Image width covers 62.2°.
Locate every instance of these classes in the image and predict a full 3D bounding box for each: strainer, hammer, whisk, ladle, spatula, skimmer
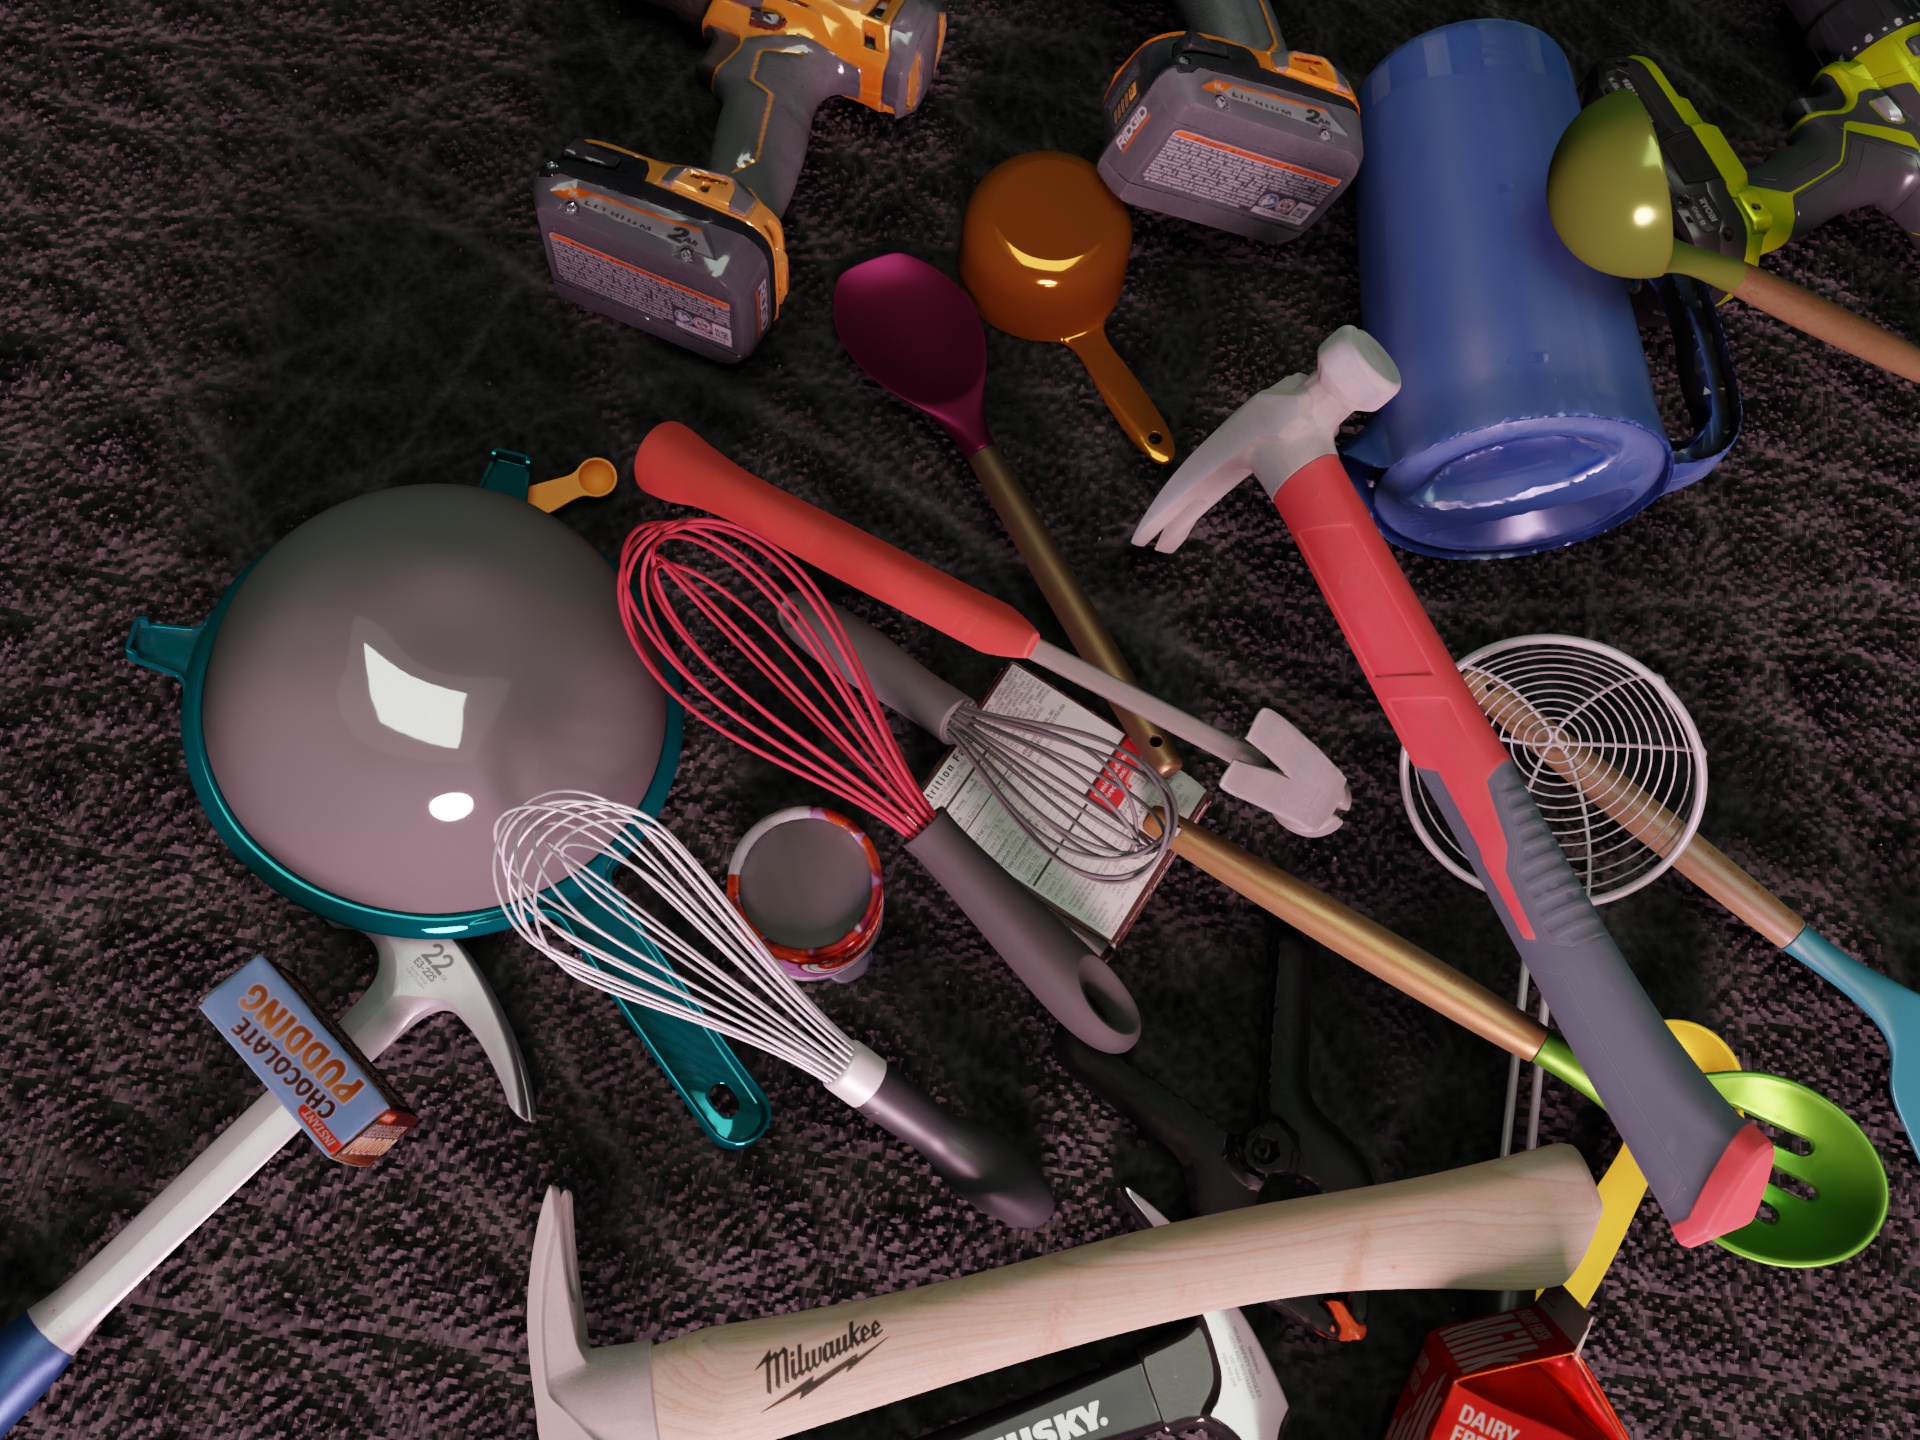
[{"bbox_3d":[-0.179,0.028,0.658,0.211,0.095,0.340,-33,79,-27],"label":"strainer"},{"bbox_3d":[0.041,0.213,0.614,0.410,0.038,0.146,-12,70,-4],"label":"hammer"},{"bbox_3d":[-0.001,-0.003,0.685,0.239,0.055,0.055,33,71,34],"label":"whisk"},{"bbox_3d":[-0.067,0.122,0.631,0.284,0.070,0.070,41,72,-18],"label":"whisk"},{"bbox_3d":[-0.036,0.301,0.628,0.334,0.035,0.146,-17,74,-8],"label":"hammer"},{"bbox_3d":[-0.028,0.029,0.651,0.296,0.073,0.073,47,75,-6],"label":"whisk"},{"bbox_3d":[0.384,-0.206,0.736,0.320,0.062,0.078,9,59,-32],"label":"ladle"},{"bbox_3d":[-0.008,-0.050,0.667,0.359,0.149,0.037,29,92,26],"label":"hammer"},{"bbox_3d":[0.193,0.027,0.649,0.038,0.143,0.387,6,53,-43],"label":"hammer"},{"bbox_3d":[-0.348,0.238,0.630,0.144,0.035,0.405,42,74,10],"label":"hammer"},{"bbox_3d":[0.353,0.085,0.729,0.318,0.044,0.082,43,75,15],"label":"spatula"},{"bbox_3d":[0.234,0.147,0.665,0.127,0.090,0.363,5,72,23],"label":"skimmer"}]

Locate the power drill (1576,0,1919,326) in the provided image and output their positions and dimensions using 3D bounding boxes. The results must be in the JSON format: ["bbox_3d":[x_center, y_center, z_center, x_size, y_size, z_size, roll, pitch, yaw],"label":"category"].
[{"bbox_3d":[0.429,-0.311,0.835,0.228,0.080,0.191,-19,74,-12],"label":"power drill"}]

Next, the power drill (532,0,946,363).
[{"bbox_3d":[-0.132,-0.309,0.801,0.185,0.084,0.226,23,68,5],"label":"power drill"}]

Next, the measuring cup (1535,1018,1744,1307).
[{"bbox_3d":[0.282,0.201,0.690,0.062,0.029,0.156,31,85,7],"label":"measuring cup"}]

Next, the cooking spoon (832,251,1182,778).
[{"bbox_3d":[0.022,-0.106,0.755,0.069,0.017,0.319,-24,66,-10],"label":"cooking spoon"}]

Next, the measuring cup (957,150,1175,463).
[{"bbox_3d":[0.063,-0.207,0.790,0.095,0.052,0.174,-26,73,-11],"label":"measuring cup"}]

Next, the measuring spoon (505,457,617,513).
[{"bbox_3d":[-0.219,-0.097,0.762,0.117,0.011,0.021,-24,85,-7],"label":"measuring spoon"}]

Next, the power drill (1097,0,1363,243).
[{"bbox_3d":[0.113,-0.365,0.805,0.164,0.084,0.227,7,64,-24],"label":"power drill"}]

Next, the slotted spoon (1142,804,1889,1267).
[{"bbox_3d":[0.212,0.116,0.645,0.314,0.031,0.070,30,84,16],"label":"slotted spoon"}]
